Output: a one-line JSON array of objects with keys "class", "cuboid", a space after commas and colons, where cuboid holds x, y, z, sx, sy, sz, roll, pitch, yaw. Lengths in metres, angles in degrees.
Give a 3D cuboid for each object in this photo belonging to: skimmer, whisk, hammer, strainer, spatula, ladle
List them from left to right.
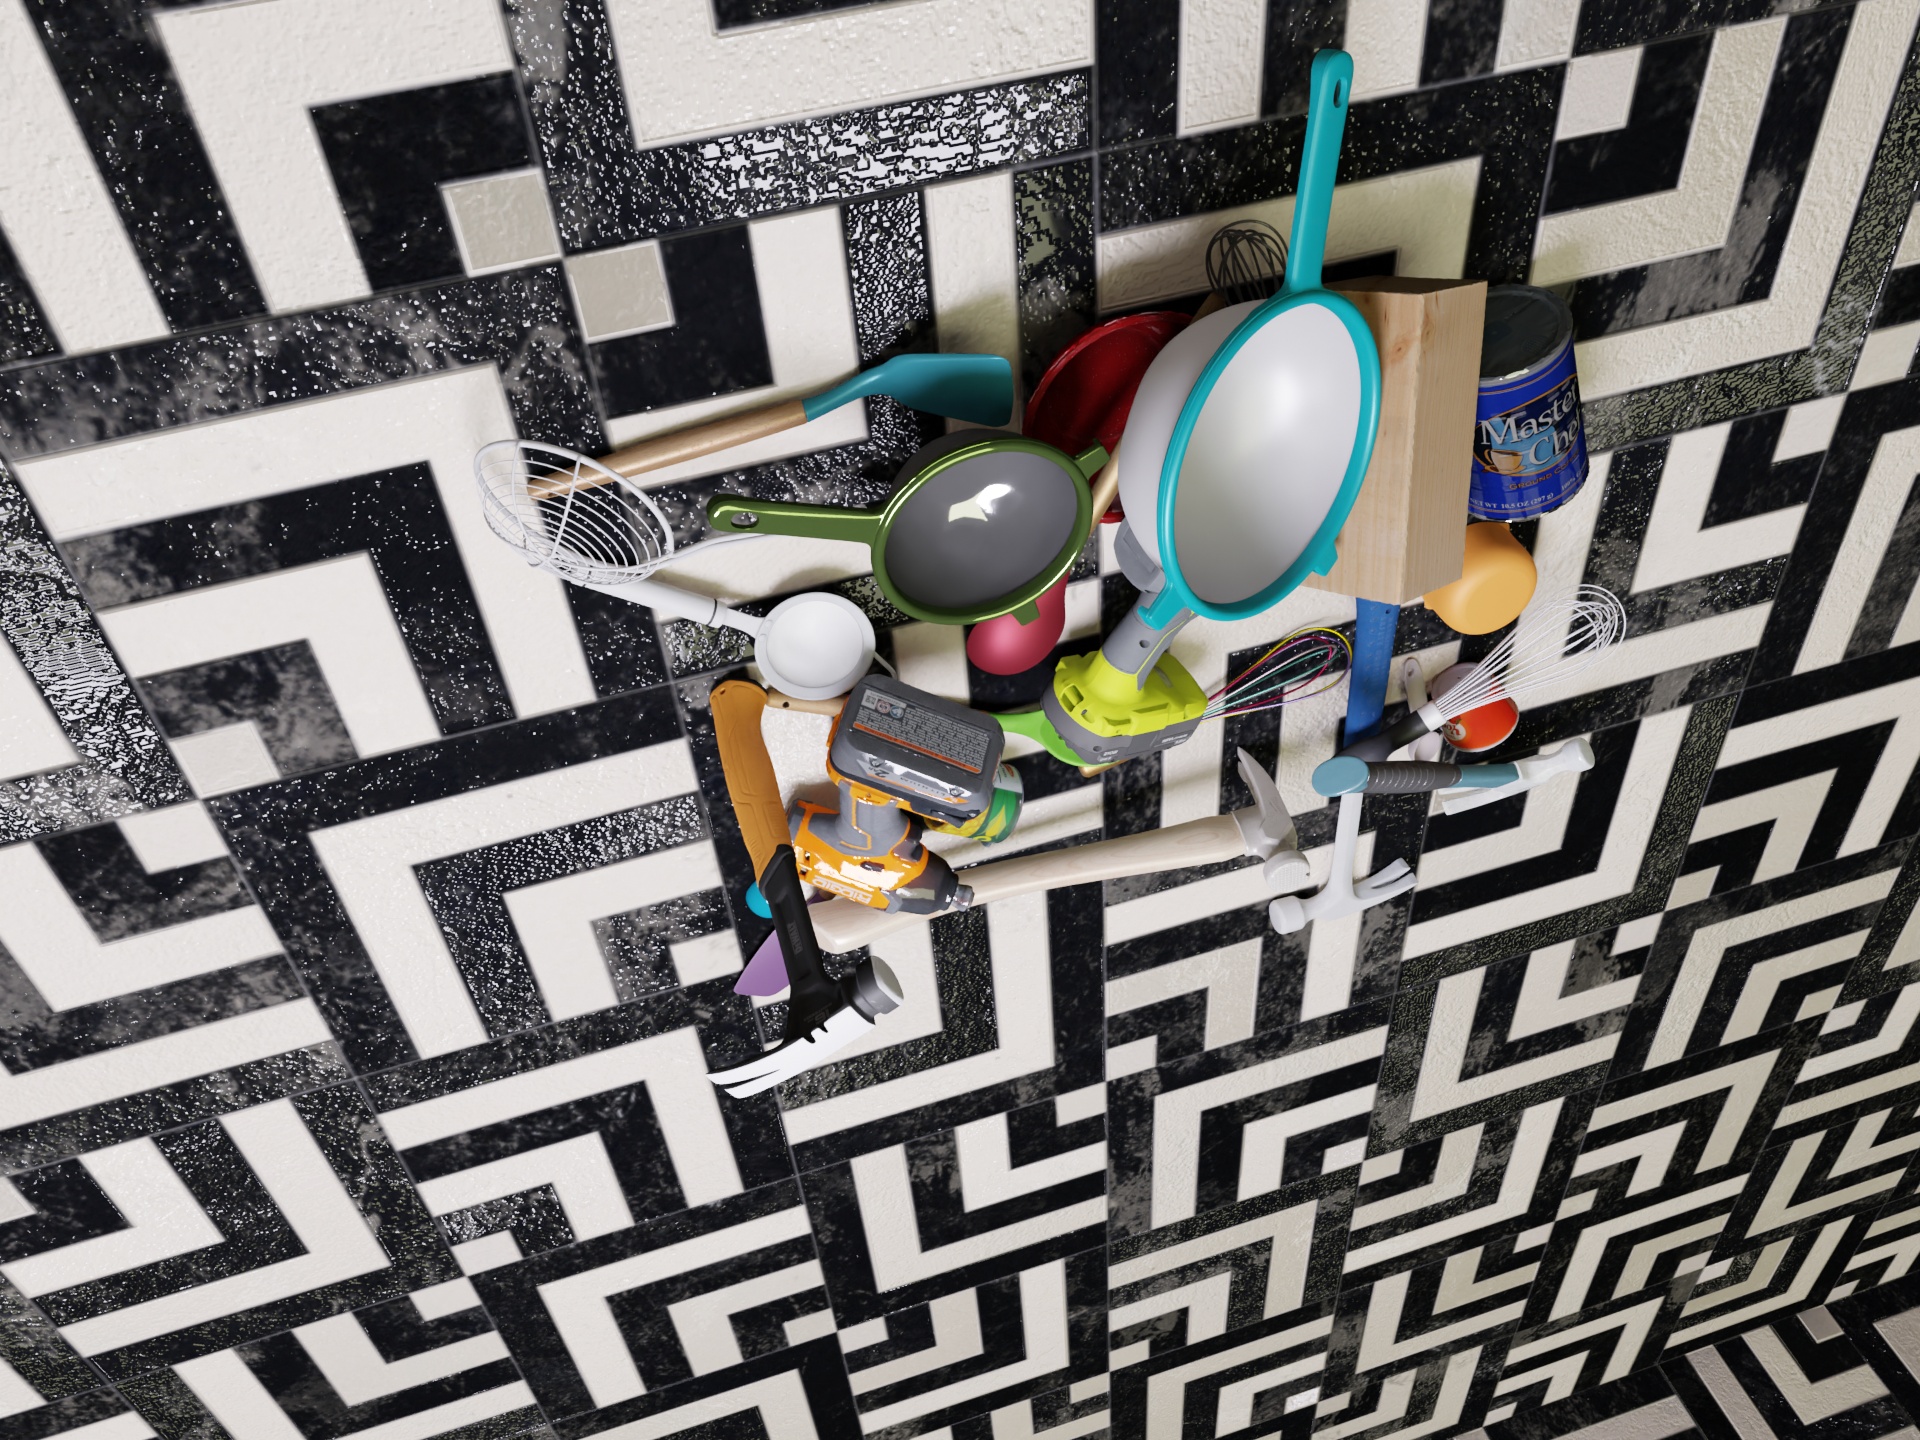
[{"class": "strainer", "cuboid": [-0.163, -0.075, 1.112, 0.258, 0.050, 0.087, 17, 116, -26]}, {"class": "hammer", "cuboid": [-0.132, 0.089, 1.060, 0.127, 0.337, 0.034, -33, 132, 10]}, {"class": "skimmer", "cuboid": [-0.127, -0.151, 1.037, 0.363, 0.090, 0.127, -13, 172, -32]}, {"class": "spatula", "cuboid": [-0.123, -0.185, 1.027, 0.317, 0.044, 0.082, -17, 160, -5]}, {"class": "spatula", "cuboid": [-0.098, 0.129, 1.332, 0.059, 0.018, 0.315, 13, 125, -36]}, {"class": "strainer", "cuboid": [-0.041, -0.139, 1.020, 0.256, 0.069, 0.151, 1, 134, -24]}, {"class": "hammer", "cuboid": [0.074, 0.120, 1.336, 0.410, 0.146, 0.038, -12, 132, -3]}, {"class": "ladle", "cuboid": [0.094, -0.149, 1.083, 0.069, 0.031, 0.315, 11, 123, -33]}, {"class": "whisk", "cuboid": [0.209, -0.014, 1.322, 0.245, 0.051, 0.047, -24, 113, 5]}, {"class": "strainer", "cuboid": [0.172, -0.233, 0.979, 0.211, 0.095, 0.340, -19, 124, -39]}, {"class": "whisk", "cuboid": [0.224, -0.253, 1.110, 0.055, 0.055, 0.238, -31, 138, 6]}, {"class": "hammer", "cuboid": [0.360, 0.038, 1.426, 0.144, 0.035, 0.405, -14, 133, -10]}, {"class": "hammer", "cuboid": [0.410, 0.047, 1.359, 0.330, 0.033, 0.128, 2, 158, -44]}, {"class": "whisk", "cuboid": [0.425, -0.022, 1.340, 0.284, 0.070, 0.070, -33, 134, 16]}]

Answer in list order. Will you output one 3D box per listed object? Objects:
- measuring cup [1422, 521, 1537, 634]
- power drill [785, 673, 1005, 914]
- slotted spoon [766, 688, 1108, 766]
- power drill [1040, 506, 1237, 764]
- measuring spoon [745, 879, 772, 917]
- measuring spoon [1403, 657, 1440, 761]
[{"class": "measuring cup", "cuboid": [0.398, -0.126, 1.285, 0.173, 0.052, 0.095, 21, 119, -37]}, {"class": "power drill", "cuboid": [-0.043, 0.072, 1.196, 0.164, 0.084, 0.226, 21, 144, -6]}, {"class": "slotted spoon", "cuboid": [-0.002, -0.004, 1.249, 0.313, 0.031, 0.070, 6, 122, -24]}, {"class": "power drill", "cuboid": [0.170, -0.078, 1.187, 0.190, 0.080, 0.228, -11, 143, -35]}, {"class": "measuring spoon", "cuboid": [-0.156, 0.119, 1.296, 0.042, 0.021, 0.128, -11, 134, -13]}, {"class": "measuring spoon", "cuboid": [0.405, -0.010, 1.420, 0.034, 0.018, 0.124, -35, 129, -16]}]
